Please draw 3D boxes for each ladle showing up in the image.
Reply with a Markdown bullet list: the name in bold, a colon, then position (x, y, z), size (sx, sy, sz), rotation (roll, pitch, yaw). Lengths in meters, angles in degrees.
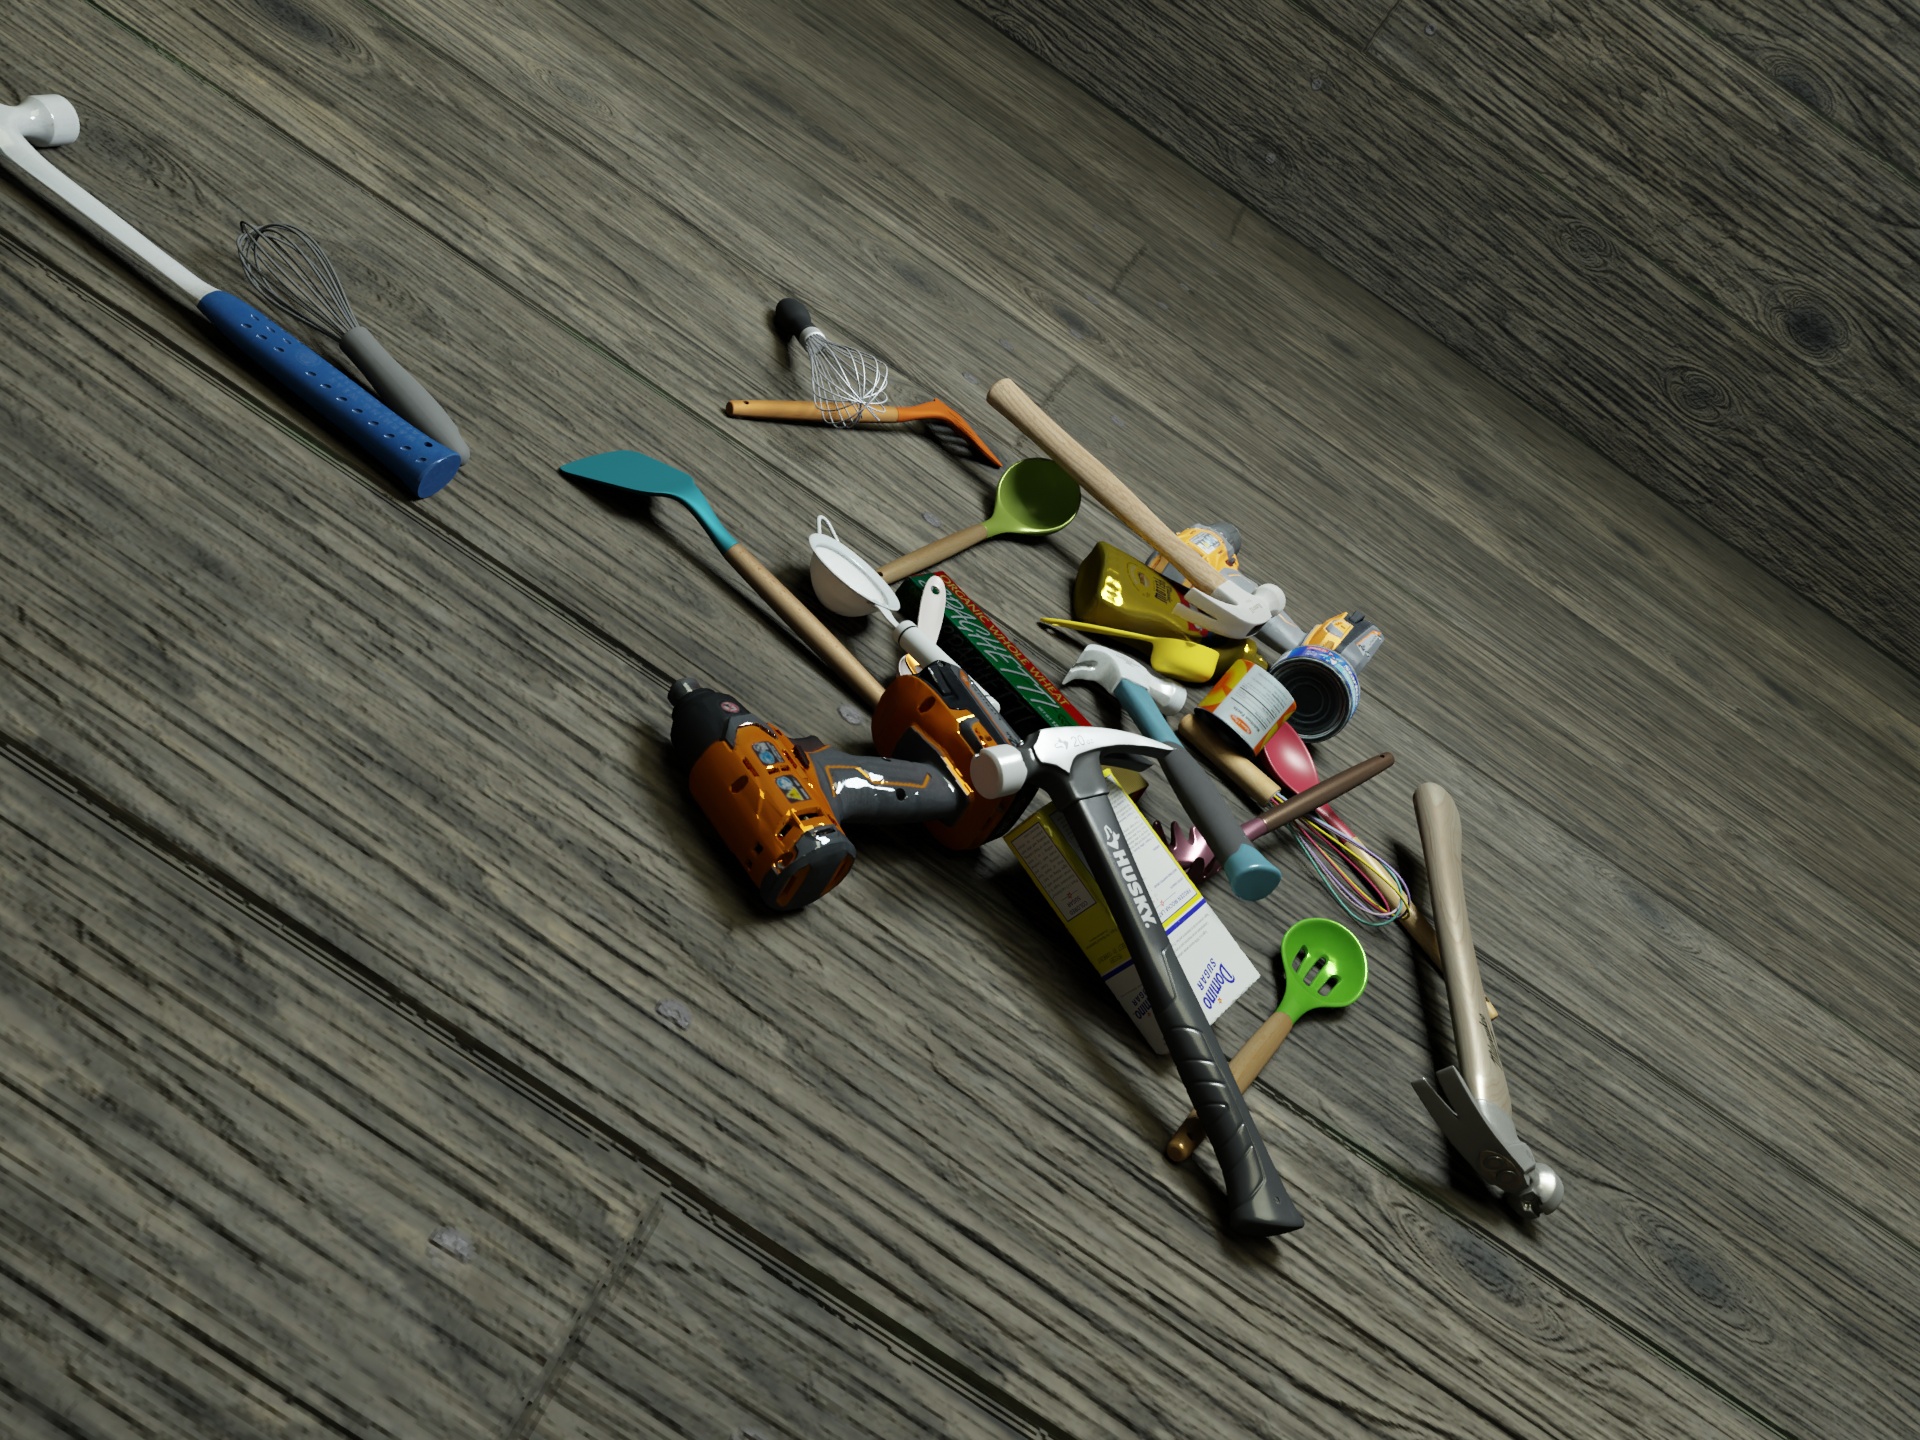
- **ladle**: position (0.010, -0.166, 1.370), size (0.078, 0.062, 0.320), rotation (42, 34, 11)
- **ladle**: position (0.344, 0.121, 1.336), size (0.069, 0.031, 0.316), rotation (-4, 51, -46)

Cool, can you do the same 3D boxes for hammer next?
- **hammer**: position (0.379, 0.176, 1.226), size (0.146, 0.038, 0.411), rotation (47, 29, -22)
- **hammer**: position (-0.504, -0.280, 1.043), size (0.405, 0.035, 0.144), rotation (37, 31, 2)
- **hammer**: position (0.165, 0.032, 1.206), size (0.128, 0.033, 0.331), rotation (24, 20, -25)
- **hammer**: position (0.128, 0.156, 0.982), size (0.146, 0.035, 0.335), rotation (-10, 70, -39)
- **hammer**: position (0.148, -0.194, 1.442), size (0.331, 0.031, 0.130), rotation (44, 34, 11)

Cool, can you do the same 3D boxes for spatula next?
- **spatula**: position (-0.153, -0.098, 1.154), size (0.317, 0.044, 0.082), rotation (45, 32, 6)
- **spatula**: position (-0.083, -0.273, 1.456), size (0.322, 0.041, 0.081), rotation (-8, 51, -44)

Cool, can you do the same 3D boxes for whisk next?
- **whisk**: position (-0.124, -0.332, 1.431), size (0.070, 0.070, 0.285), rotation (16, 23, -29)
- **whisk**: position (-0.417, -0.259, 1.095), size (0.239, 0.055, 0.055), rotation (47, 32, 8)
- **whisk**: position (0.273, 0.081, 1.315), size (0.245, 0.051, 0.047), rotation (43, 11, 20)

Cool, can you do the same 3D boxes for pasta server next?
- **pasta server**: position (0.252, 0.068, 1.251), size (0.316, 0.040, 0.060), rotation (-20, 36, -40)

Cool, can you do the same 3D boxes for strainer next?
- **strainer**: position (-0.046, -0.066, 1.157), size (0.086, 0.050, 0.259), rotation (20, 20, -52)

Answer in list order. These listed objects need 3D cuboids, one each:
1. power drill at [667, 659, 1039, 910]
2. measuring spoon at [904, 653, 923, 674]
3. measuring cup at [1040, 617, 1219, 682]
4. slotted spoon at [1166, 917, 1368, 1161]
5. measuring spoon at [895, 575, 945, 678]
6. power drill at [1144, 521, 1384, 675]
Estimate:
- **power drill**: position (-0.073, 0.025, 1.012), size (0.226, 0.084, 0.164), rotation (-11, 54, -46)
- **measuring spoon**: position (-0.002, -0.004, 1.167), size (0.117, 0.011, 0.021), rotation (47, 45, 4)
- **measuring cup**: position (0.142, -0.060, 1.362), size (0.156, 0.029, 0.062), rotation (12, -4, 1)
- **slotted spoon**: position (0.207, 0.214, 1.078), size (0.070, 0.031, 0.314), rotation (43, 34, 12)
- **measuring spoon**: position (-0.029, -0.064, 1.208), size (0.034, 0.018, 0.124), rotation (29, 45, -19)
- **power drill**: position (0.300, -0.114, 1.563), size (0.226, 0.084, 0.185), rotation (37, 29, 10)
